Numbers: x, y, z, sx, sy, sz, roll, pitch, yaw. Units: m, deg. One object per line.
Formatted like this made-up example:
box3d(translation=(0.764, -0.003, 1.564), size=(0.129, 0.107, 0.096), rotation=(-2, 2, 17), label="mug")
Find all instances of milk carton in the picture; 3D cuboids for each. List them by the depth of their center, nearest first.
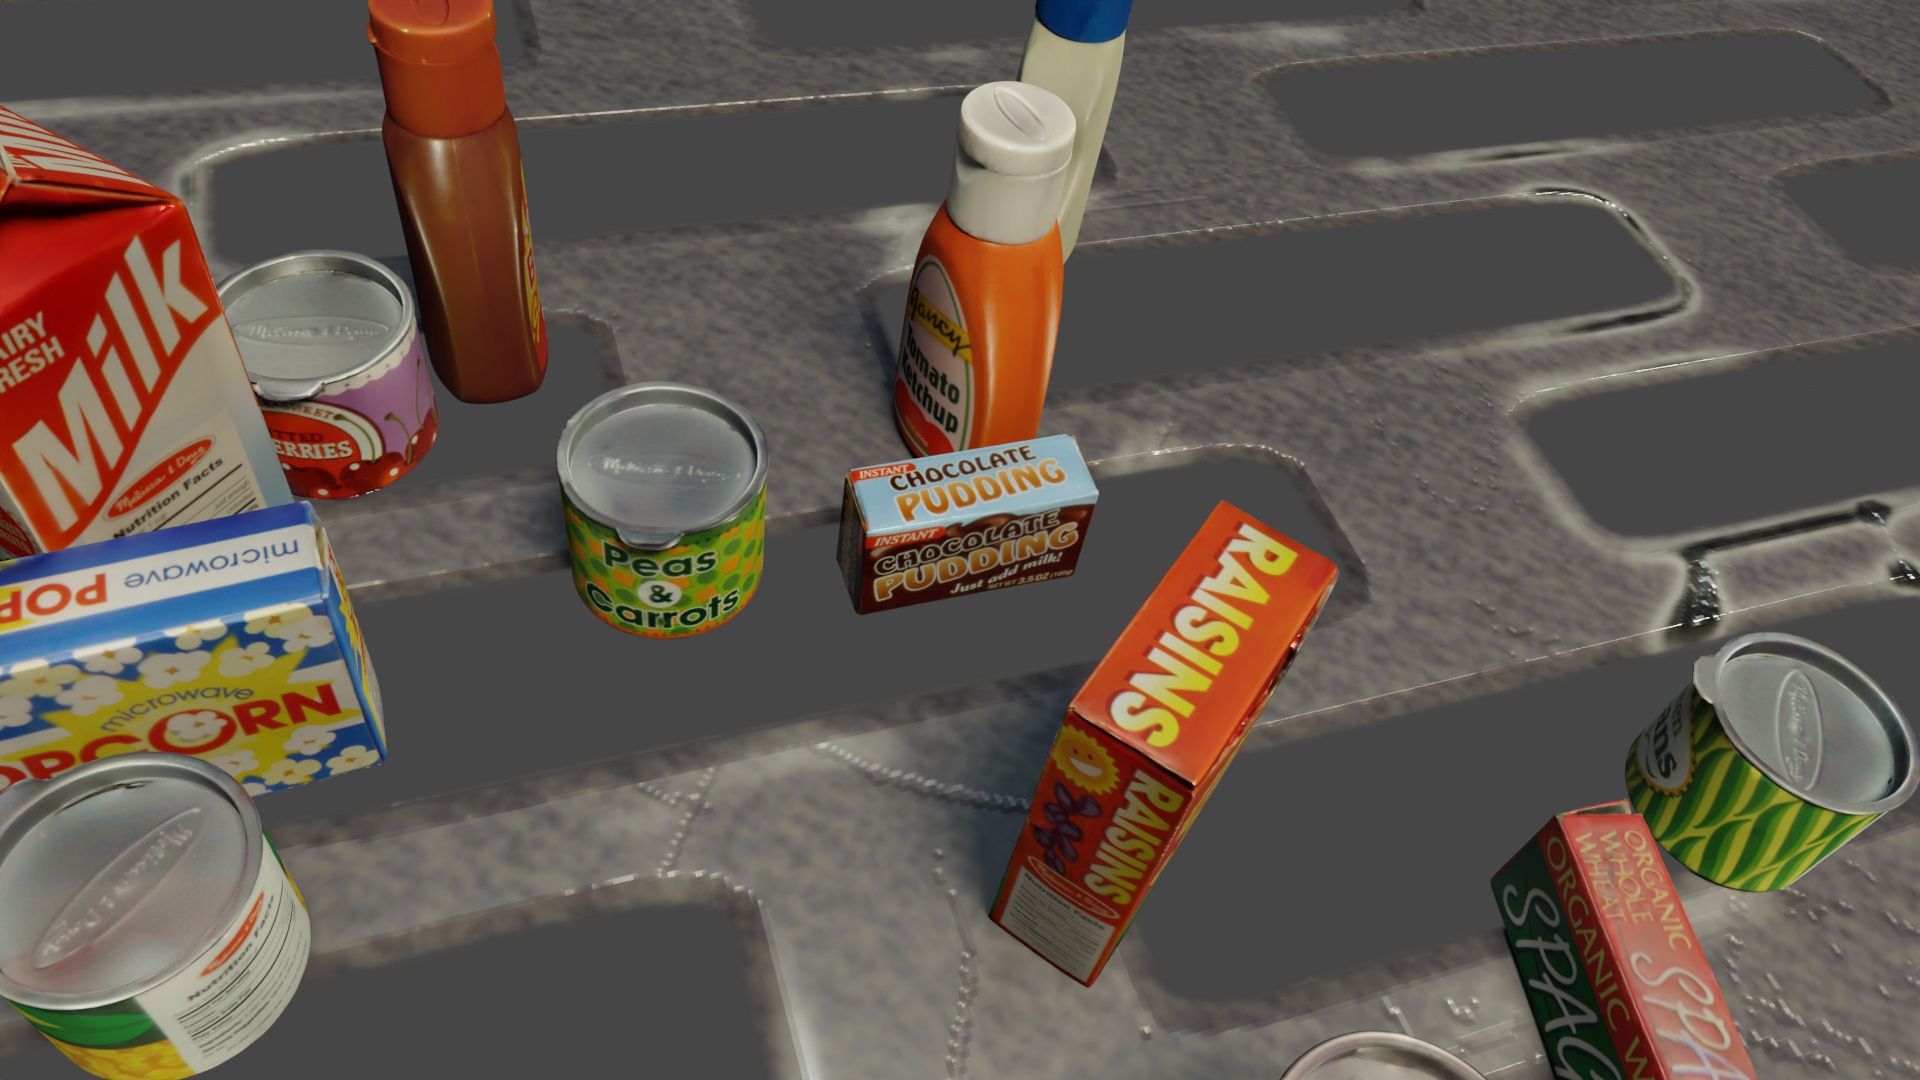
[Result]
box3d(translation=(-0.250, -0.046, 0.378), size=(0.072, 0.189, 0.074), rotation=(28, 52, 13), label="milk carton")

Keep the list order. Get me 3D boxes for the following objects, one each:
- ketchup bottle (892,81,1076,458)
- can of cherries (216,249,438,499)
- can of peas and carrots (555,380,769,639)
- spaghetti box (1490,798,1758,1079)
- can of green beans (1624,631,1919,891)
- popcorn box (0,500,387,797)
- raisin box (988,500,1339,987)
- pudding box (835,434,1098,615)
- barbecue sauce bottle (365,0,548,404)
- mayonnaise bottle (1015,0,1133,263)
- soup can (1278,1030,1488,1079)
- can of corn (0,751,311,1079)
box3d(translation=(0.009, -0.085, 0.482), size=(0.044, 0.148, 0.065), rotation=(-21, 58, -25), label="ketchup bottle")
box3d(translation=(-0.218, -0.055, 0.476), size=(0.071, 0.058, 0.072), rotation=(5, 51, -6), label="can of cherries")
box3d(translation=(-0.097, -0.008, 0.458), size=(0.071, 0.058, 0.071), rotation=(5, 51, -6), label="can of peas and carrots")
box3d(translation=(0.197, 0.189, 0.355), size=(0.029, 0.049, 0.251), rotation=(1, 51, -9), label="spaghetti box")
box3d(translation=(0.264, 0.073, 0.456), size=(0.071, 0.057, 0.071), rotation=(5, 51, -6), label="can of green beans")
box3d(translation=(-0.231, 0.042, 0.378), size=(0.127, 0.084, 0.038), rotation=(-14, 55, -20), label="popcorn box")
box3d(translation=(0.054, 0.060, 0.388), size=(0.040, 0.122, 0.086), rotation=(32, 53, 15), label="raisin box")
box3d(translation=(0.002, -0.006, 0.480), size=(0.084, 0.049, 0.030), rotation=(-10, 54, -17), label="pudding box")
box3d(translation=(-0.171, -0.118, 0.478), size=(0.044, 0.147, 0.065), rotation=(-12, 54, -19), label="barbecue sauce bottle")
box3d(translation=(0.041, -0.180, 0.566), size=(0.041, 0.147, 0.065), rotation=(17, 50, 4), label="mayonnaise bottle")
box3d(translation=(0.095, 0.165, 0.335), size=(0.071, 0.083, 0.072), rotation=(5, 51, -6), label="soup can")
box3d(translation=(-0.209, 0.096, 0.355), size=(0.071, 0.058, 0.071), rotation=(5, 51, -6), label="can of corn")
